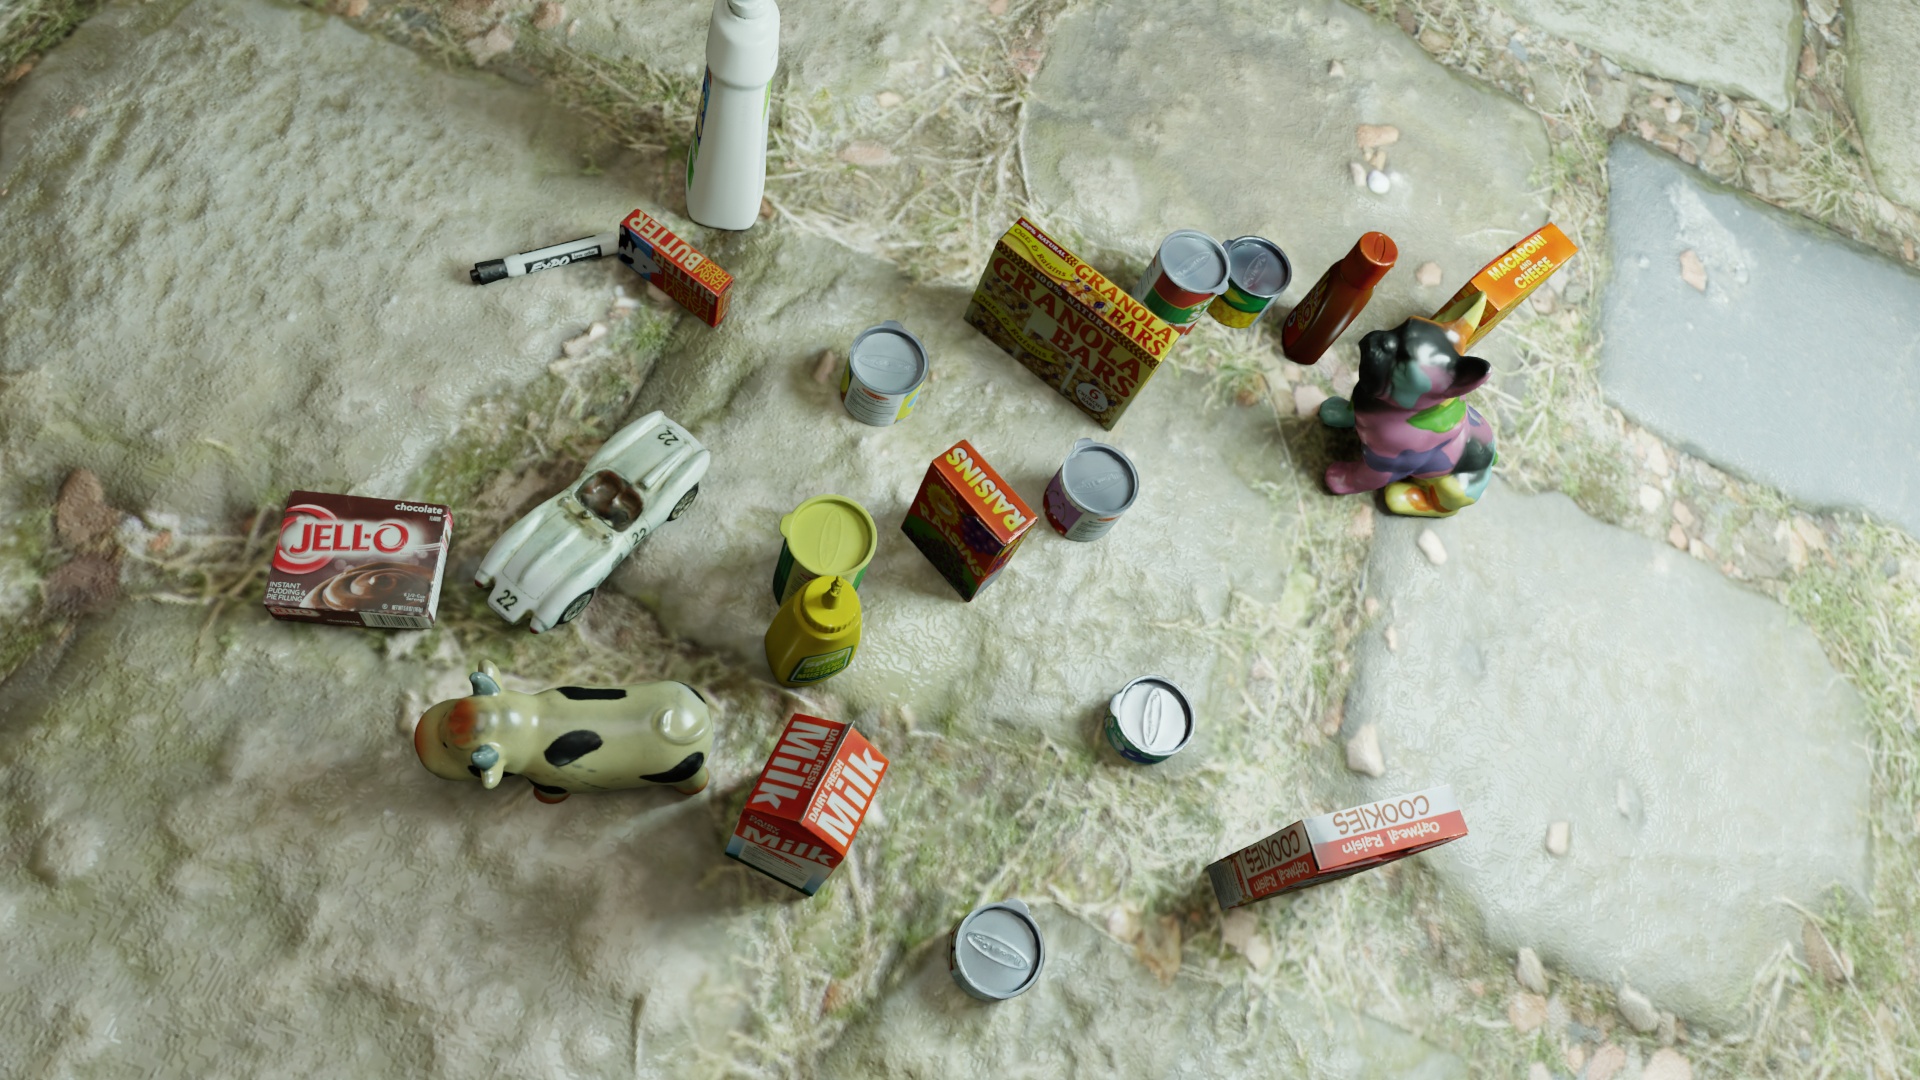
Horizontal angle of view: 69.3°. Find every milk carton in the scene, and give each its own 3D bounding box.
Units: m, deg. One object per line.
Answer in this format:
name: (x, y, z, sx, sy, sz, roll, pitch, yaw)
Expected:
milk carton: (-0.102, 0.176, 0.929, 0.073, 0.189, 0.072, 27, 63, -2)

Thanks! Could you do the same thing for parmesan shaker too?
parmesan shaker: (-0.107, 0.015, 1.049, 0.071, 0.102, 0.071, 6, 66, -12)

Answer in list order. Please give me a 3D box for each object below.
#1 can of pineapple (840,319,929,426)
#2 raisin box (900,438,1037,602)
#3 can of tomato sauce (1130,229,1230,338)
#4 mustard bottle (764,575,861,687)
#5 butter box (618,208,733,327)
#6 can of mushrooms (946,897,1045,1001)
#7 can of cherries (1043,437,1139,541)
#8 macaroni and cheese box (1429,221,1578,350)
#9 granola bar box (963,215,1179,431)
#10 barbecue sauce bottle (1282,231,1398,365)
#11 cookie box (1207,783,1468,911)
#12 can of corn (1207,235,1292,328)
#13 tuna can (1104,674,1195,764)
can of pineapple: (-0.063, -0.138, 1.154, 0.071, 0.057, 0.071, 6, 65, -12)
raisin box: (0.004, -0.014, 1.079, 0.040, 0.123, 0.086, -37, 80, -25)
can of tomato sauce: (0.197, -0.227, 1.248, 0.071, 0.082, 0.071, 6, 65, -12)
mustard bottle: (-0.102, 0.061, 0.997, 0.065, 0.159, 0.049, -14, 71, -20)
butter box: (-0.236, -0.225, 1.151, 0.103, 0.053, 0.024, 36, 63, 3)
can of mushrooms: (0.026, 0.294, 0.997, 0.071, 0.033, 0.071, 6, 65, -12)
can of cherries: (0.107, -0.042, 1.155, 0.071, 0.058, 0.072, 6, 65, -12)
macaroni and cheese box: (0.463, -0.205, 1.260, 0.124, 0.165, 0.040, -34, 79, -25)
granola bar box: (0.092, -0.182, 1.177, 0.165, 0.123, 0.039, 38, 63, 4)
barbecue sauce bottle: (0.340, -0.220, 1.245, 0.044, 0.148, 0.065, 19, 63, -6)
cookie box: (0.271, 0.227, 1.016, 0.123, 0.166, 0.040, -9, 70, -18)
can of corn: (0.261, -0.240, 1.284, 0.071, 0.058, 0.071, 6, 65, -12)
tuna can: (0.147, 0.141, 1.097, 0.071, 0.032, 0.071, 6, 65, -12)
